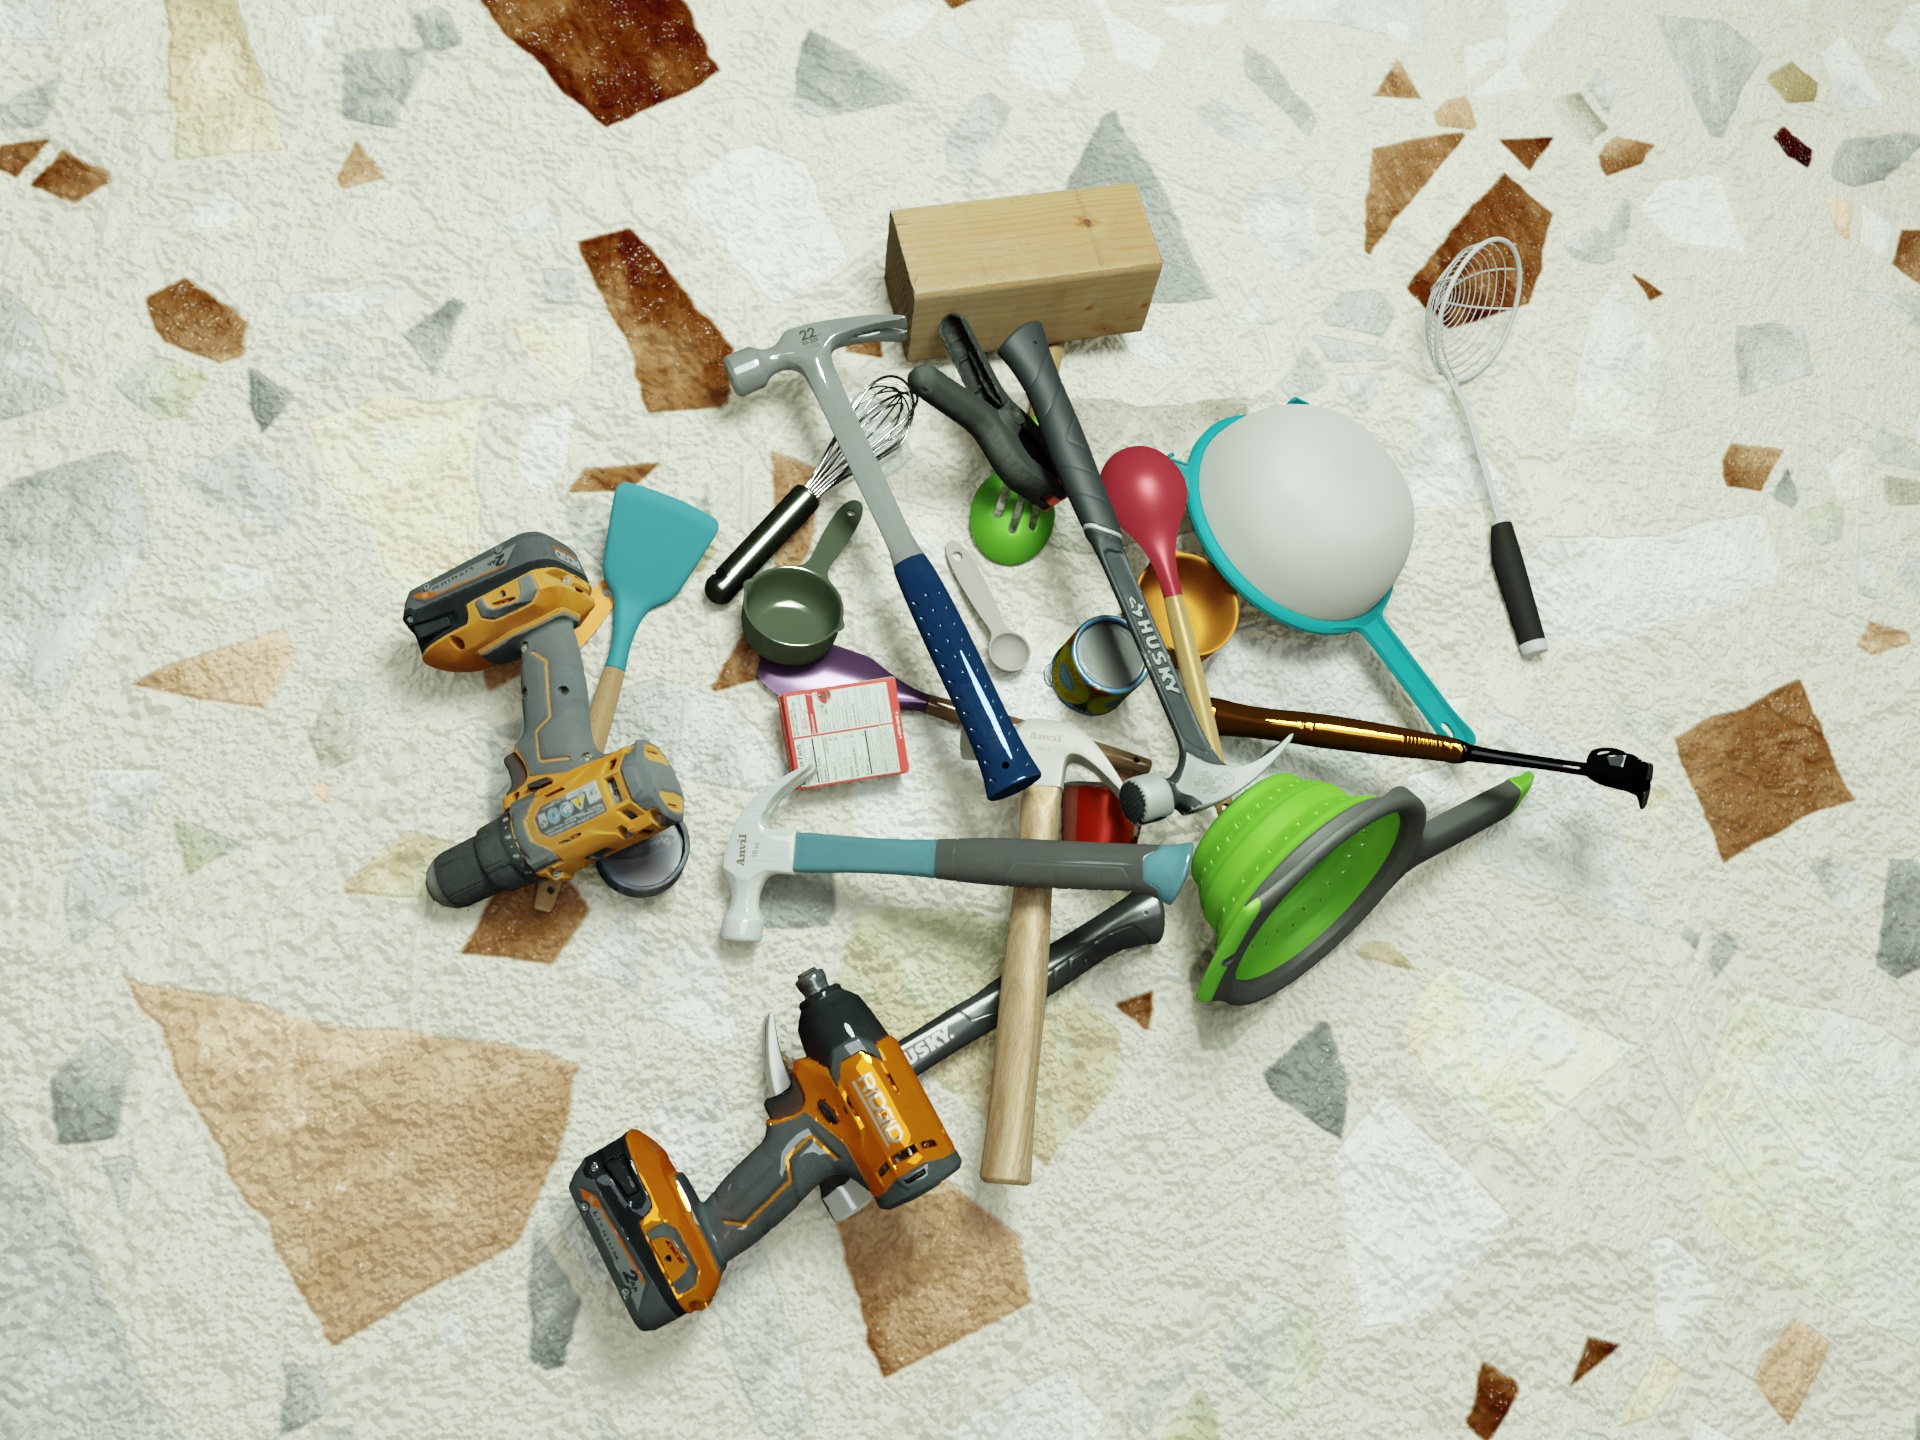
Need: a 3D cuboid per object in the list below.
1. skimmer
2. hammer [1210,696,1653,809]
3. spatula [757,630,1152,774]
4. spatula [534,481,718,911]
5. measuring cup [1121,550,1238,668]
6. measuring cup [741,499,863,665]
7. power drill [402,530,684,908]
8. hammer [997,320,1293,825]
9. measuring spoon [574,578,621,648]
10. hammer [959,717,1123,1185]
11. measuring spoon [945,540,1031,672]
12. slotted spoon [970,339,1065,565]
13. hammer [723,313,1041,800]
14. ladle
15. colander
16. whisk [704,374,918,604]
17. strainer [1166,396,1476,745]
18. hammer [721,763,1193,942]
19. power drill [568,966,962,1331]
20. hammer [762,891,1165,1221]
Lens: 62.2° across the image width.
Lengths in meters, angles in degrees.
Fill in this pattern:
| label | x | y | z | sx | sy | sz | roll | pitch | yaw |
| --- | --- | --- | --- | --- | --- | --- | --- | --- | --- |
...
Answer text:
| label | x | y | z | sx | sy | sz | roll | pitch | yaw |
| --- | --- | --- | --- | --- | --- | --- | --- | --- | --- |
| skimmer | 0.483 | -0.240 | 1.392 | 0.127 | 0.090 | 0.363 | 3 | 71 | -47 |
| hammer | 0.354 | 0.020 | 1.231 | 0.337 | 0.127 | 0.034 | 8 | 96 | 11 |
| spatula | -0.002 | -0.004 | 1.229 | 0.316 | 0.018 | 0.060 | 15 | 67 | -8 |
| spatula | -0.257 | -0.016 | 1.154 | 0.082 | 0.044 | 0.318 | 21 | 69 | -25 |
| measuring cup | 0.156 | -0.122 | 1.291 | 0.095 | 0.052 | 0.174 | -21 | 77 | -19 |
| measuring cup | -0.113 | -0.108 | 1.231 | 0.083 | 0.038 | 0.168 | 24 | 51 | 2 |
| power drill | -0.310 | 0.007 | 1.101 | 0.185 | 0.084 | 0.226 | -26 | 76 | 8 |
| hammer | 0.119 | -0.124 | 1.197 | 0.149 | 0.036 | 0.409 | -12 | 73 | -29 |
| measuring spoon | -0.287 | -0.062 | 1.182 | 0.021 | 0.011 | 0.117 | 35 | 64 | -9 |
| hammer | 0.050 | 0.159 | 1.132 | 0.130 | 0.031 | 0.331 | 3 | 73 | 9 |
| measuring spoon | 0.018 | -0.090 | 1.267 | 0.034 | 0.018 | 0.124 | -21 | 72 | -19 |
| slotted spoon | 0.067 | -0.273 | 1.331 | 0.070 | 0.031 | 0.314 | 17 | 68 | -10 |
| hammer | -0.037 | -0.131 | 1.190 | 0.144 | 0.035 | 0.406 | -23 | 74 | -8 |
| ladle | 0.170 | -0.070 | 1.234 | 0.069 | 0.031 | 0.315 | -13 | 80 | -1 |
| colander | 0.301 | 0.085 | 1.226 | 0.397 | 0.204 | 0.095 | -19 | 52 | -37 |
| whisk | -0.115 | -0.181 | 1.247 | 0.058 | 0.059 | 0.246 | 23 | 65 | 42 |
| strainer | 0.330 | -0.130 | 1.286 | 0.211 | 0.095 | 0.340 | -28 | 79 | -37 |
| hammer | -0.003 | 0.100 | 1.121 | 0.331 | 0.033 | 0.128 | 2 | 81 | 8 |
| power drill | -0.134 | 0.276 | 1.045 | 0.226 | 0.084 | 0.164 | -28 | 81 | -6 |
| hammer | 0.012 | 0.208 | 1.155 | 0.335 | 0.035 | 0.146 | -29 | 82 | -21 |
